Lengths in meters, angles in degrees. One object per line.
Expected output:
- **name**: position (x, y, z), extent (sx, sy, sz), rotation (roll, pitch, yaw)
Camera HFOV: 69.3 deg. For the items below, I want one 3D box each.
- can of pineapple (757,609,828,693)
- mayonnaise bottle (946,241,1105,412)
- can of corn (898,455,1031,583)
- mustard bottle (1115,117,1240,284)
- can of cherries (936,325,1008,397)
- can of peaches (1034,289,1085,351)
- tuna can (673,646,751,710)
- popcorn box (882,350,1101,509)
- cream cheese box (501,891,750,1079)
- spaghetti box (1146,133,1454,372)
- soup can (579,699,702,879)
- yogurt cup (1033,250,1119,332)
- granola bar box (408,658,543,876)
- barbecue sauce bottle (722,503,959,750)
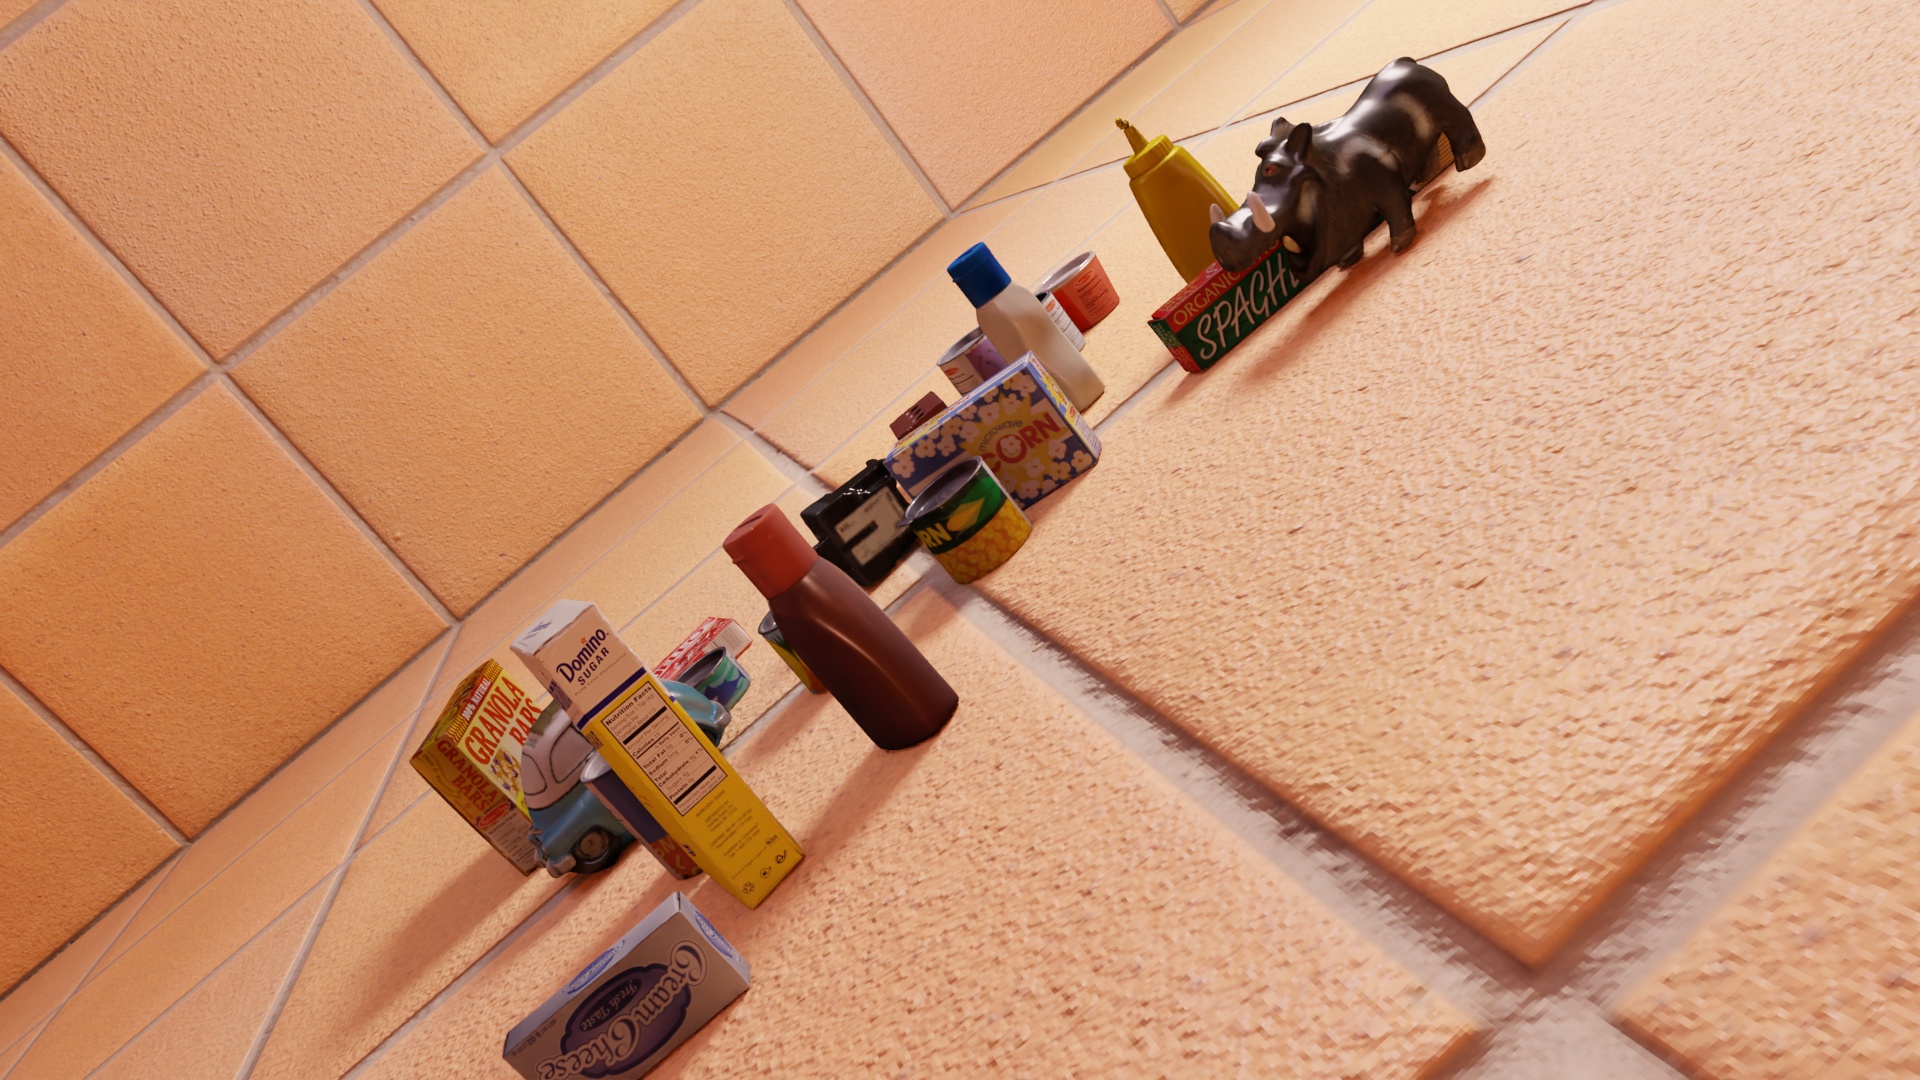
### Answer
- **can of pineapple**: position (-0.093, 0.061, 0.935), extent (0.071, 0.057, 0.071), rotation (-36, 16, 12)
- **mayonnaise bottle**: position (0.048, -0.162, 1.074), extent (0.041, 0.148, 0.064), rotation (-45, 16, -19)
- **can of corn**: position (0.003, -0.012, 0.922), extent (0.071, 0.058, 0.071), rotation (-36, 16, 12)
- **mustard bottle**: position (0.166, -0.253, 1.039), extent (0.065, 0.160, 0.049), rotation (-35, 16, 15)
- **can of cherries**: position (0.022, -0.166, 1.310), extent (0.071, 0.058, 0.072), rotation (-36, 16, 12)
- **can of peaches**: position (0.069, -0.182, 1.251), extent (0.071, 0.058, 0.071), rotation (-36, 16, 12)
- **tuna can**: position (-0.196, 0.117, 1.061), extent (0.071, 0.033, 0.071), rotation (-36, 16, 12)
- **popcorn box**: position (0.023, -0.061, 0.967), extent (0.126, 0.085, 0.038), rotation (-33, 16, 22)
- **cream cheese box**: position (-0.153, 0.217, 0.644), extent (0.104, 0.053, 0.024), rotation (-40, 15, -4)
- **spaghetti box**: position (0.240, -0.212, 0.963), extent (0.250, 0.050, 0.029), rotation (-40, 15, -4)
- **soup can**: position (-0.169, 0.146, 0.822), extent (0.071, 0.083, 0.071), rotation (-36, 16, 12)
- **yogurt cup**: position (0.112, -0.230, 1.296), extent (0.072, 0.054, 0.072), rotation (-36, 16, 12)
- **granola bar box**: position (-0.357, 0.174, 1.093), extent (0.039, 0.124, 0.166), rotation (-38, 15, 3)
- **barbecue sauce bottle**: position (-0.067, 0.047, 0.749), extent (0.064, 0.148, 0.044), rotation (-21, 24, 50)
